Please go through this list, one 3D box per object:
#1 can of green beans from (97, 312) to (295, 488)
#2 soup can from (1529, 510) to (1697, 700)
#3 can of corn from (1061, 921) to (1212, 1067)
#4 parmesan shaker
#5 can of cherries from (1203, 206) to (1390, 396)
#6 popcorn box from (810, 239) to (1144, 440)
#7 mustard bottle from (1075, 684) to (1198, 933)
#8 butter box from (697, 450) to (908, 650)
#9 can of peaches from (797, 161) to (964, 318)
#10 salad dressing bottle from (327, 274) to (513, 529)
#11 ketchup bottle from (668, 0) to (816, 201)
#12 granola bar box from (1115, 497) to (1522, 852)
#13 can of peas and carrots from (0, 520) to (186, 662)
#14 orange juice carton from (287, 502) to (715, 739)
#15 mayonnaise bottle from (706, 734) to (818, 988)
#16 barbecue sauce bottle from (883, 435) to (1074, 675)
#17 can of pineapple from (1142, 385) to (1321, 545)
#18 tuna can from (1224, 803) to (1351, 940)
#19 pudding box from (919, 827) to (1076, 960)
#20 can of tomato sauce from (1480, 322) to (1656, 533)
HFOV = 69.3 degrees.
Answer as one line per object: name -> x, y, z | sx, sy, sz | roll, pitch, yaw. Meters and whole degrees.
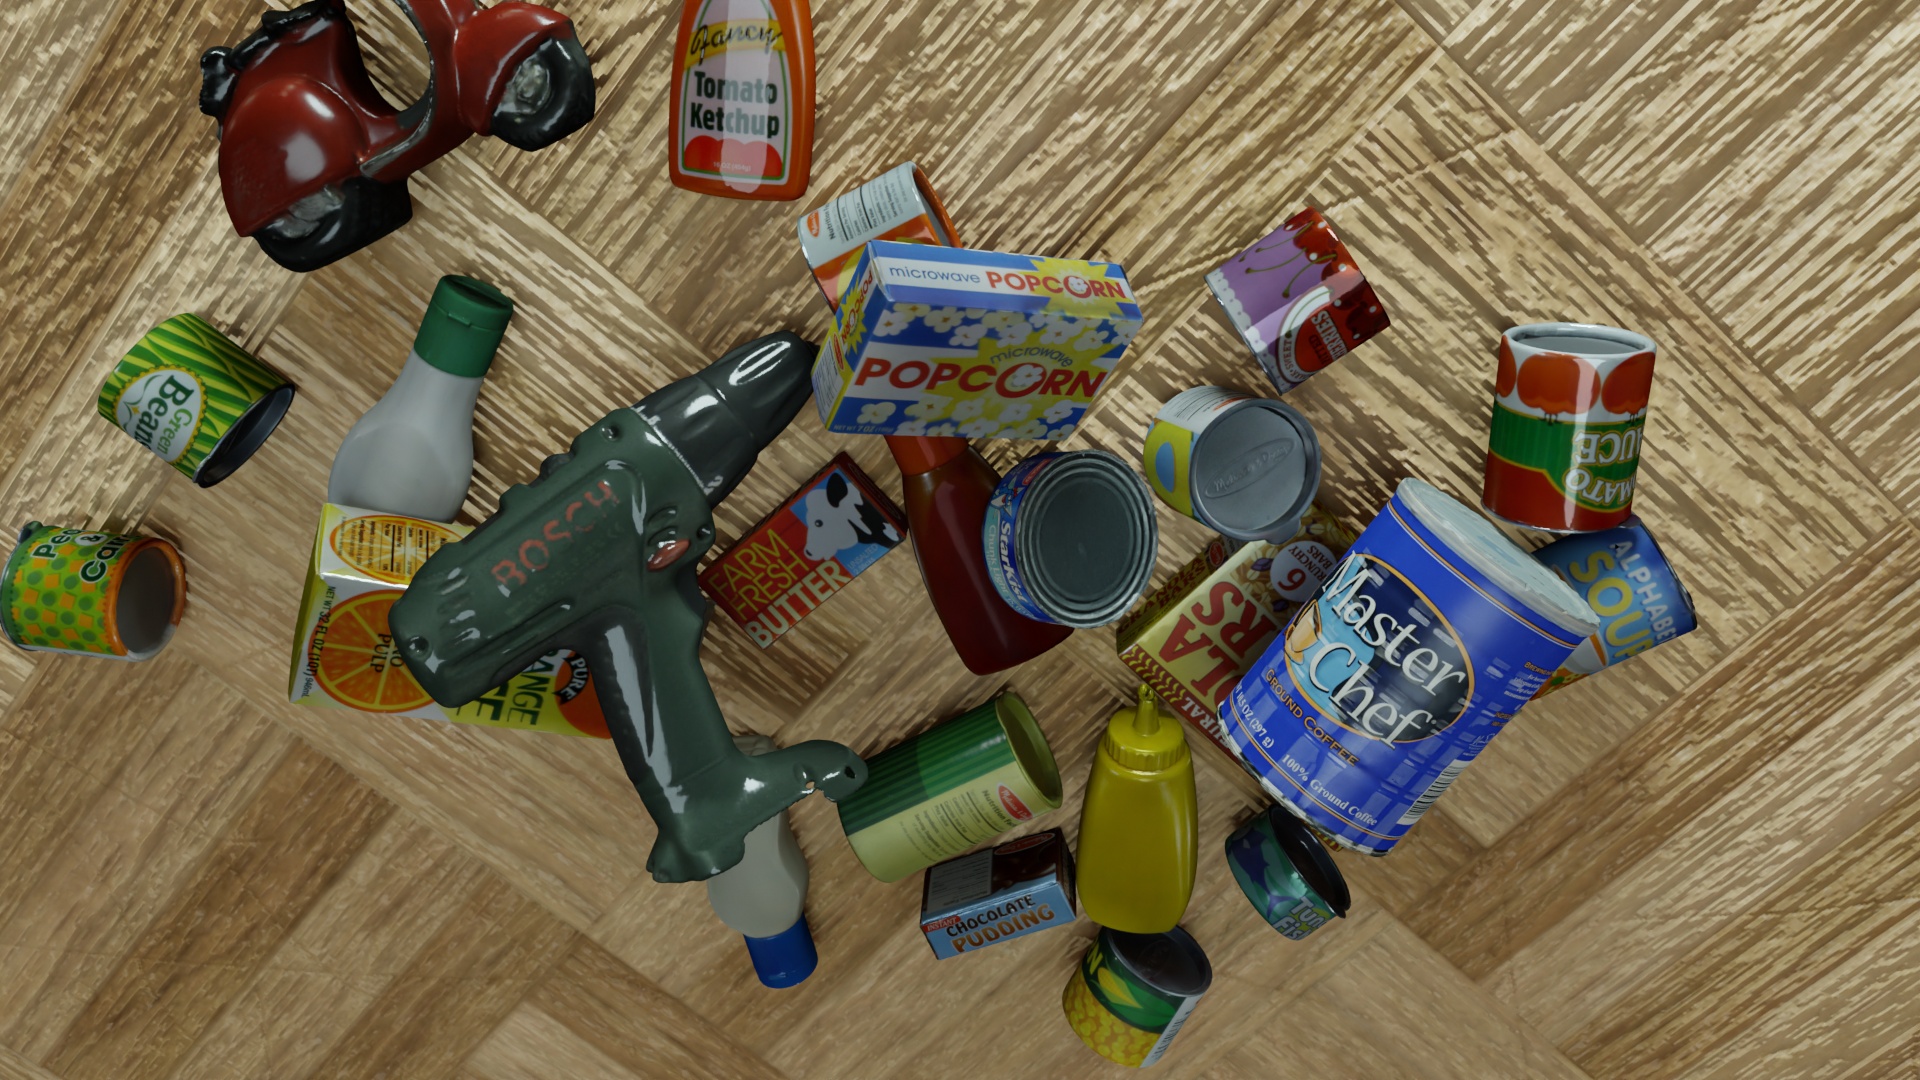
can of green beans -> -0.372, -0.069, 0.678 | 0.058, 0.071, 0.071 | 38, 109, -11
soup can -> 0.300, 0.032, 0.673 | 0.083, 0.071, 0.071 | -28, 108, 14
can of corn -> 0.096, 0.248, 0.777 | 0.071, 0.071, 0.058 | 24, 112, -6
parmesan shaker -> -0.008, 0.129, 0.734 | 0.103, 0.071, 0.071 | -27, 108, 14
can of cherries -> 0.153, -0.106, 0.627 | 0.058, 0.072, 0.071 | -33, 106, 14
popcorn box -> 0.006, -0.086, 0.617 | 0.127, 0.038, 0.084 | 0, 144, -27
mustard bottle -> 0.095, 0.136, 0.728 | 0.065, 0.049, 0.159 | 7, 123, 10
butter box -> -0.081, 0.006, 0.712 | 0.103, 0.024, 0.053 | -38, 104, 16
can of peaches -> -0.032, -0.129, 0.634 | 0.058, 0.071, 0.071 | -25, 108, 13
salad dressing bottle -> -0.265, -0.059, 0.688 | 0.064, 0.044, 0.147 | 26, 110, -12
ketchup bottle -> -0.093, -0.227, 0.610 | 0.065, 0.044, 0.148 | 7, 112, 1
granola bar box -> 0.181, 0.065, 0.711 | 0.165, 0.039, 0.124 | 42, 108, -13
can of peas and carrots -> -0.449, 0.026, 0.721 | 0.059, 0.071, 0.070 | 6, 112, 0
orange juice carton -> -0.223, 0.044, 0.693 | 0.193, 0.073, 0.071 | 12, 114, -27
mayonnaise bottle -> -0.116, 0.181, 0.777 | 0.065, 0.041, 0.147 | -10, 112, 9
barbecue sauce bottle -> 0.002, -0.009, 0.691 | 0.065, 0.044, 0.148 | -25, 108, 1
can of pineapple -> 0.127, -0.036, 0.654 | 0.071, 0.058, 0.070 | -3, 103, -14
tuna can -> 0.175, 0.179, 0.740 | 0.071, 0.071, 0.032 | 44, 110, -13
pudding box -> 0.021, 0.195, 0.768 | 0.083, 0.050, 0.030 | -20, 111, 11
can of tomato sauce -> 0.281, -0.053, 0.641 | 0.071, 0.071, 0.082 | 0, 112, 4
